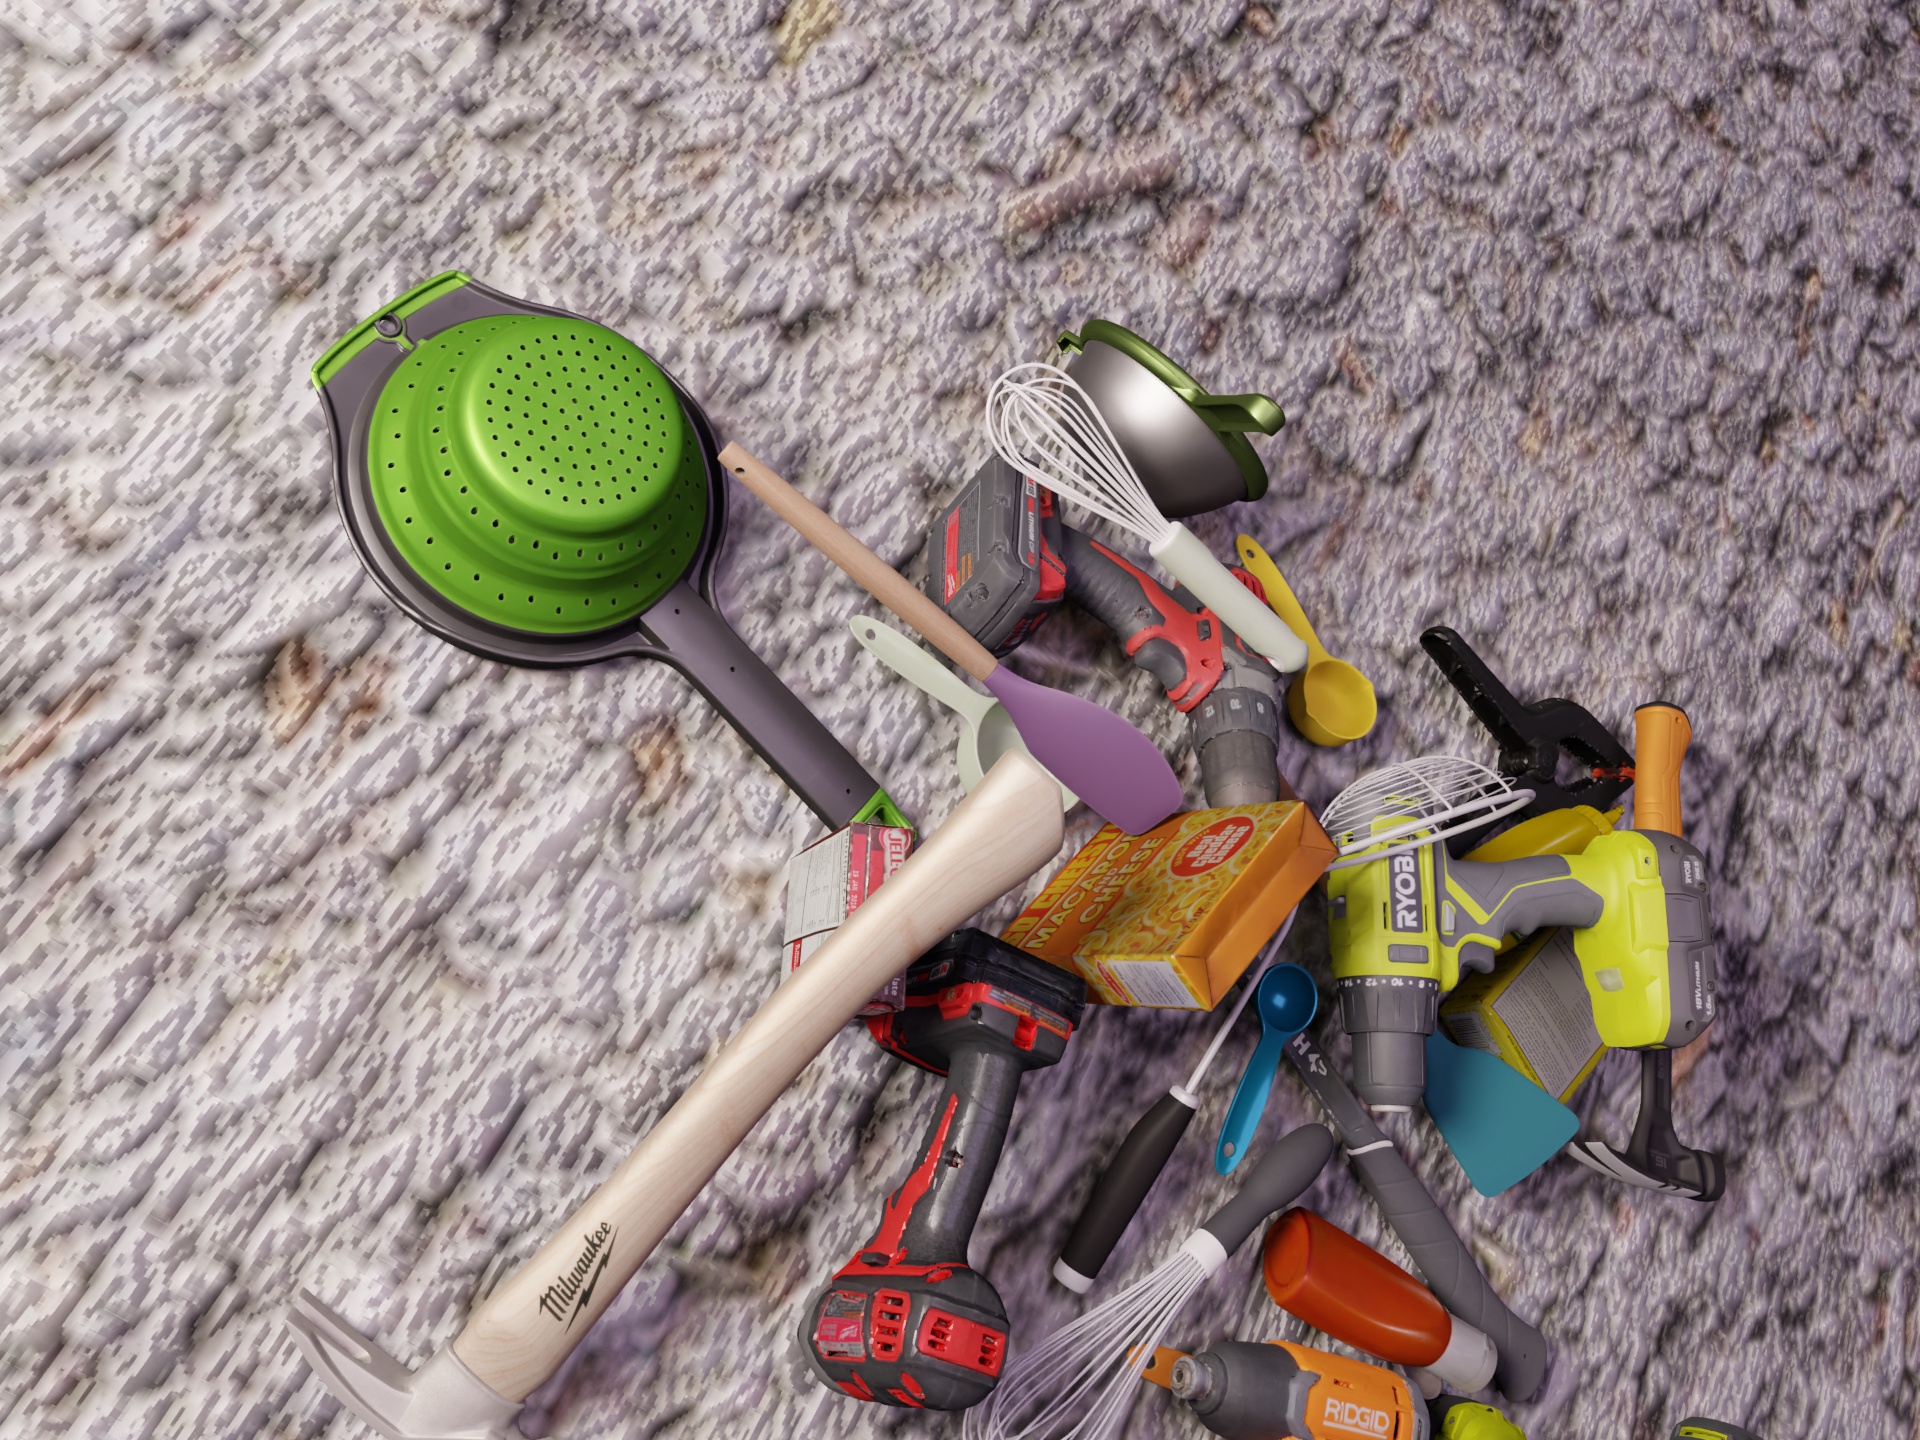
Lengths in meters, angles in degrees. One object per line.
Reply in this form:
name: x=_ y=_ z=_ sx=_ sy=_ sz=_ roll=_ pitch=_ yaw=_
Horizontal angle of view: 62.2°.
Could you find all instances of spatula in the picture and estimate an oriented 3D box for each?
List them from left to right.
spatula: x=-0.002 y=-0.044 z=0.855 sx=0.315 sy=0.059 sz=0.018 roll=39 pitch=35 yaw=-13
spatula: x=0.269 y=0.144 z=1.006 sx=0.082 sy=0.044 sz=0.317 roll=-32 pitch=89 yaw=-14

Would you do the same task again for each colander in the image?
colander: x=-0.150 y=-0.076 z=0.818 sx=0.397 sy=0.094 sz=0.204 roll=47 pitch=61 yaw=-10

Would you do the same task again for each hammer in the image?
hammer: x=-0.111 y=0.165 z=0.717 sx=0.146 sy=0.038 sz=0.410 roll=44 pitch=87 yaw=-12
hammer: x=0.238 y=0.250 z=0.975 sx=0.149 sy=0.036 sz=0.409 roll=-38 pitch=96 yaw=-29
hammer: x=0.464 y=0.142 z=1.073 sx=0.127 sy=0.034 sz=0.337 roll=21 pitch=67 yaw=-25

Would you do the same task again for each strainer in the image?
strainer: x=0.119 y=-0.158 z=0.918 sx=0.151 sy=0.256 sz=0.069 roll=43 pitch=92 yaw=-14

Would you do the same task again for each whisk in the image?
whisk: x=0.111 y=-0.109 z=0.902 sx=0.246 sy=0.058 sz=0.059 roll=40 pitch=85 yaw=-16
whisk: x=0.111 y=0.313 z=0.869 sx=0.284 sy=0.070 sz=0.070 roll=-35 pitch=95 yaw=-27

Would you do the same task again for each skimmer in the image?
skimmer: x=0.180 y=0.170 z=0.869 sx=0.090 sy=0.127 sz=0.363 roll=32 pitch=88 yaw=16

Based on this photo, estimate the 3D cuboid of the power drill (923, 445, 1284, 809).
power drill: x=0.095 y=-0.042 z=0.923 sx=0.226 sy=0.080 sz=0.188 roll=23 pitch=45 yaw=-23

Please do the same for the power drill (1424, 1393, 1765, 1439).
power drill: x=0.322 y=0.455 z=0.857 sx=0.080 sy=0.223 sz=0.171 roll=41 pitch=62 yaw=-13

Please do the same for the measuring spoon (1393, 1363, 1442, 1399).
measuring spoon: x=0.238 y=0.370 z=0.958 sx=0.124 sy=0.018 sz=0.034 roll=36 pitch=41 yaw=-9

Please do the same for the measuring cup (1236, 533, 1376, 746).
measuring cup: x=0.219 y=-0.052 z=1.053 sx=0.062 sy=0.029 sz=0.157 roll=-21 pitch=76 yaw=-30

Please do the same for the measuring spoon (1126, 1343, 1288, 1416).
measuring spoon: x=0.144 y=0.377 z=0.906 sx=0.116 sy=0.011 sz=0.021 roll=26 pitch=67 yaw=-20

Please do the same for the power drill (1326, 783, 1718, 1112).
power drill: x=0.333 y=0.143 z=0.966 sx=0.228 sy=0.080 sz=0.191 roll=4 pitch=75 yaw=-10

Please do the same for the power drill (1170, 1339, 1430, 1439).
power drill: x=0.163 y=0.451 z=0.850 sx=0.164 sy=0.084 sz=0.227 roll=25 pitch=67 yaw=-25

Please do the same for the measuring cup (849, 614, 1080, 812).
measuring cup: x=-0.001 y=-0.003 z=0.913 sx=0.167 sy=0.038 sz=0.083 roll=37 pitch=61 yaw=-11

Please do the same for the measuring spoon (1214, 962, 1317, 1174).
measuring spoon: x=0.170 y=0.202 z=0.928 sx=0.042 sy=0.021 sz=0.129 roll=28 pitch=77 yaw=-19

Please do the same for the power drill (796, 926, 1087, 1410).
power drill: x=-0.018 y=0.225 z=0.793 sx=0.078 sy=0.143 sz=0.220 roll=28 pitch=59 yaw=-24
